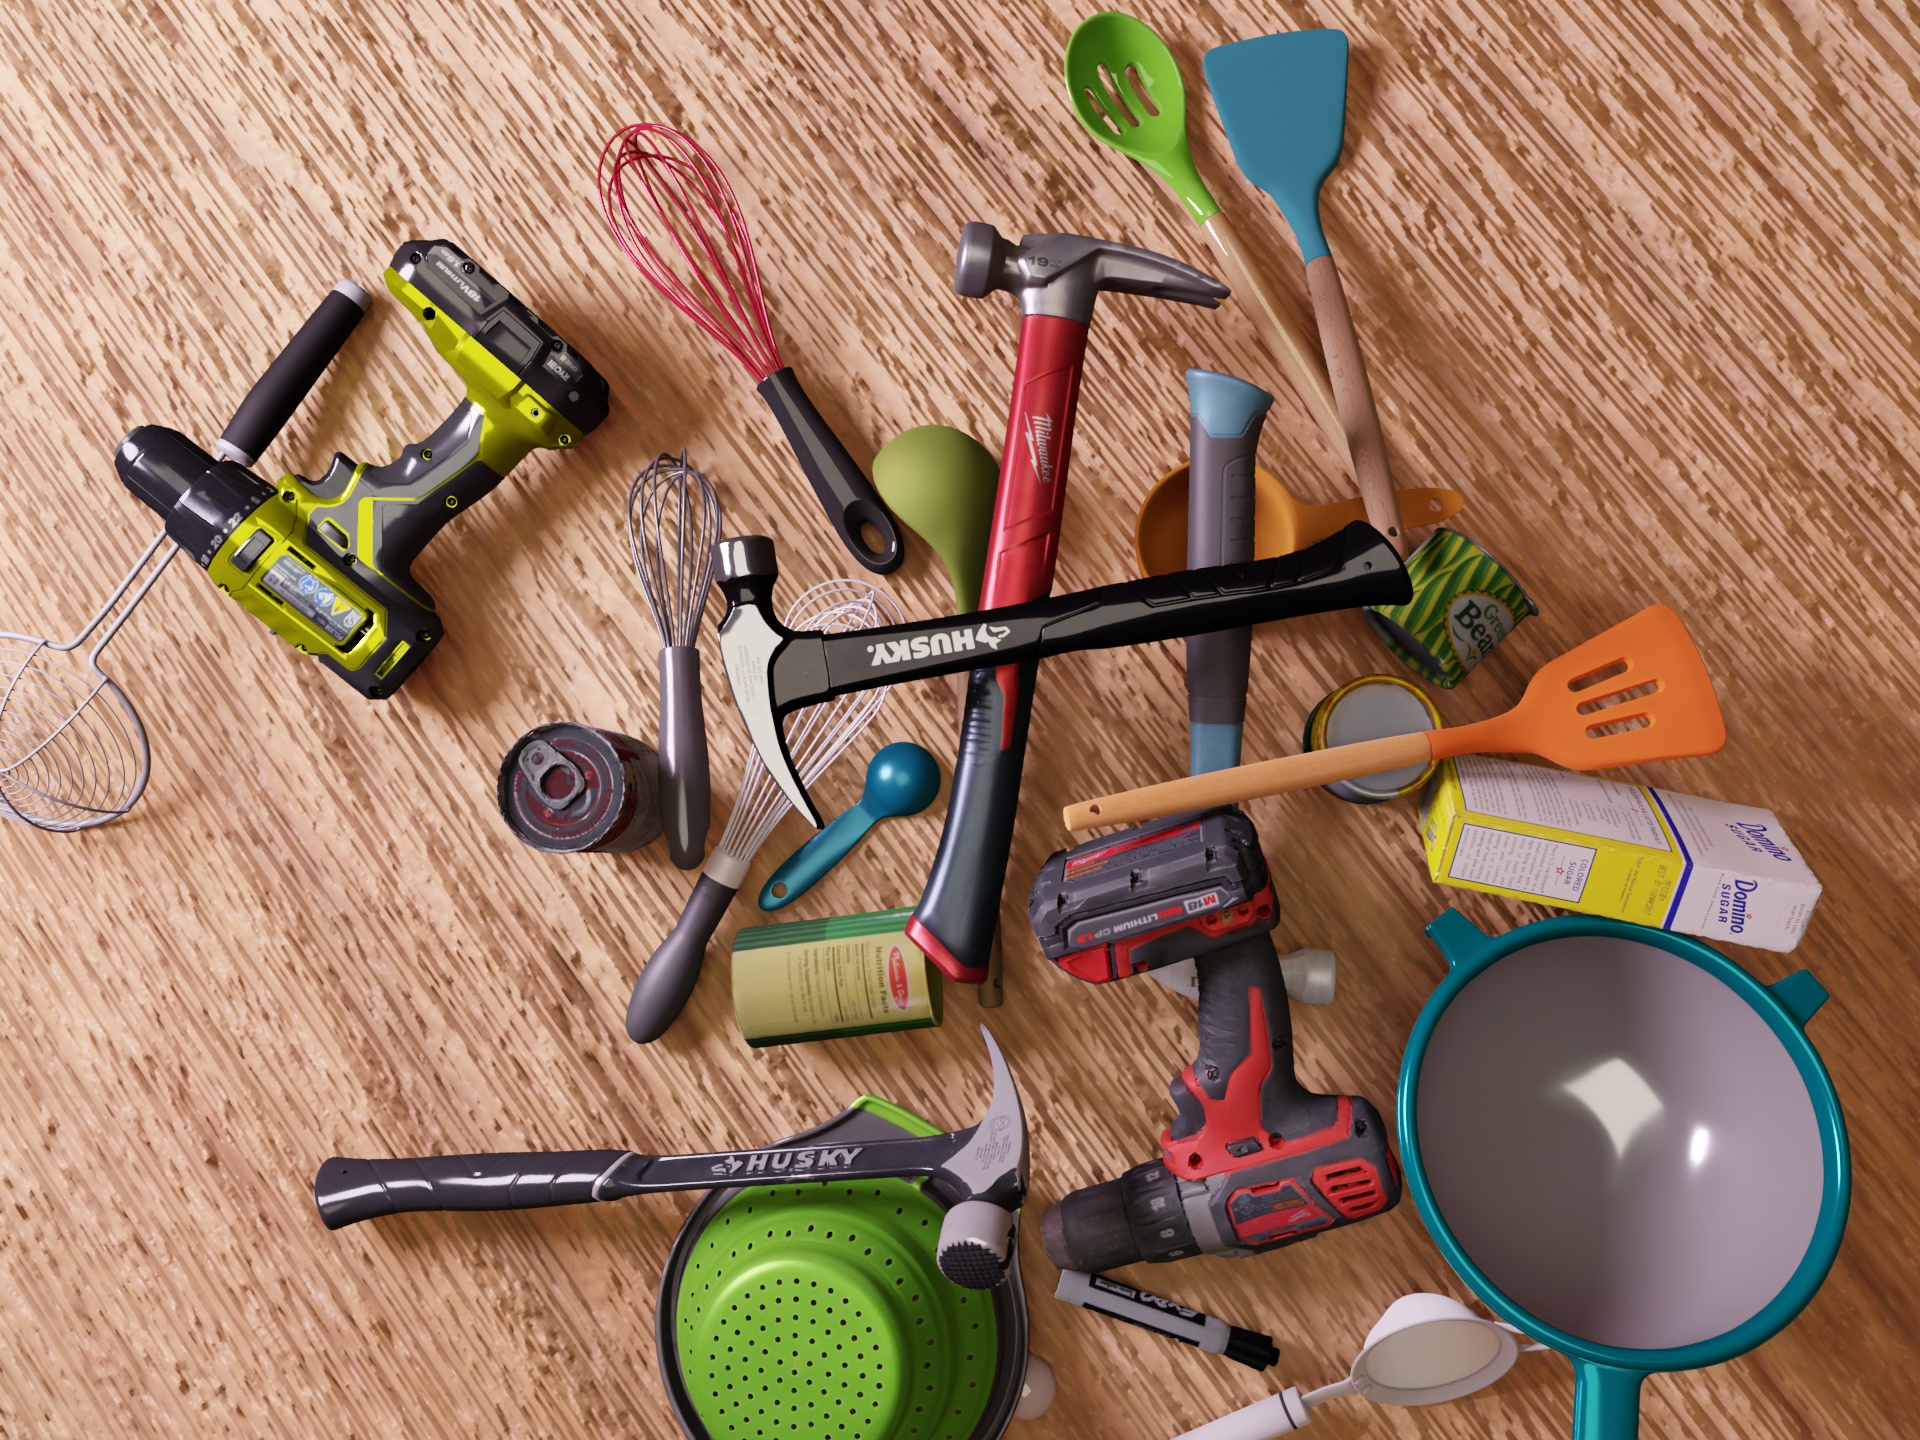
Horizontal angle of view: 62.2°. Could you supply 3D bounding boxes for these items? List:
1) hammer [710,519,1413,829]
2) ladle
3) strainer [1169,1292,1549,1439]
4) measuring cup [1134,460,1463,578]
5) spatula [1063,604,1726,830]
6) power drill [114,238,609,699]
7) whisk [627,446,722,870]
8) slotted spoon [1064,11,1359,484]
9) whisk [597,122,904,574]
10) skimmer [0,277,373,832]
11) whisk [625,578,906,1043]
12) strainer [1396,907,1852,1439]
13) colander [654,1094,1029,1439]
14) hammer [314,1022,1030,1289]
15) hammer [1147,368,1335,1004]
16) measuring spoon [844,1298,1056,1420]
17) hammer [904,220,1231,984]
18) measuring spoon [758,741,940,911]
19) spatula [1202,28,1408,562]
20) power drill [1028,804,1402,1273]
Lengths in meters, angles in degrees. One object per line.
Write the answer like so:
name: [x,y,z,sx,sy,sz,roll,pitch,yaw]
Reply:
hammer: [0.052,-0.041,0.775,0.335,0.035,0.146,-10,86,1]
ladle: [-0.001,-0.003,0.874,0.062,0.078,0.320,-1,93,48]
strainer: [0.180,0.351,0.825,0.258,0.050,0.086,-27,127,8]
measuring cup: [0.180,-0.101,0.861,0.173,0.052,0.095,-8,84,3]
spatula: [0.209,0.014,0.785,0.322,0.041,0.081,-11,70,-5]
power drill: [-0.326,-0.151,0.879,0.190,0.080,0.228,41,89,-13]
whisk: [-0.153,-0.037,0.871,0.055,0.055,0.239,-6,77,5]
slotted spoon: [0.152,-0.257,0.889,0.070,0.031,0.314,-29,85,-13]
whisk: [-0.115,-0.210,0.897,0.073,0.073,0.296,-32,89,2]
skimmer: [-0.457,-0.101,0.927,0.127,0.090,0.363,34,77,-13]
whisk: [-0.114,0.052,0.874,0.070,0.070,0.284,29,92,7]
strainer: [0.302,0.268,0.770,0.211,0.095,0.340,10,71,5]
colander: [-0.112,0.391,0.814,0.204,0.094,0.397,29,90,12]
hammer: [-0.160,0.232,0.831,0.409,0.149,0.036,-7,120,16]
hammer: [0.135,-0.013,0.824,0.128,0.033,0.331,1,101,8]
measuring spoon: [-0.007,0.340,0.853,0.124,0.018,0.034,23,88,7]
hammer: [0.043,-0.057,0.818,0.143,0.038,0.386,9,86,-5]
measuring spoon: [-0.065,0.061,0.882,0.128,0.021,0.042,-42,82,-1]
spatula: [0.198,-0.230,0.854,0.082,0.044,0.318,-9,69,0]
power drill: [0.104,0.174,0.811,0.188,0.080,0.226,-19,101,12]
